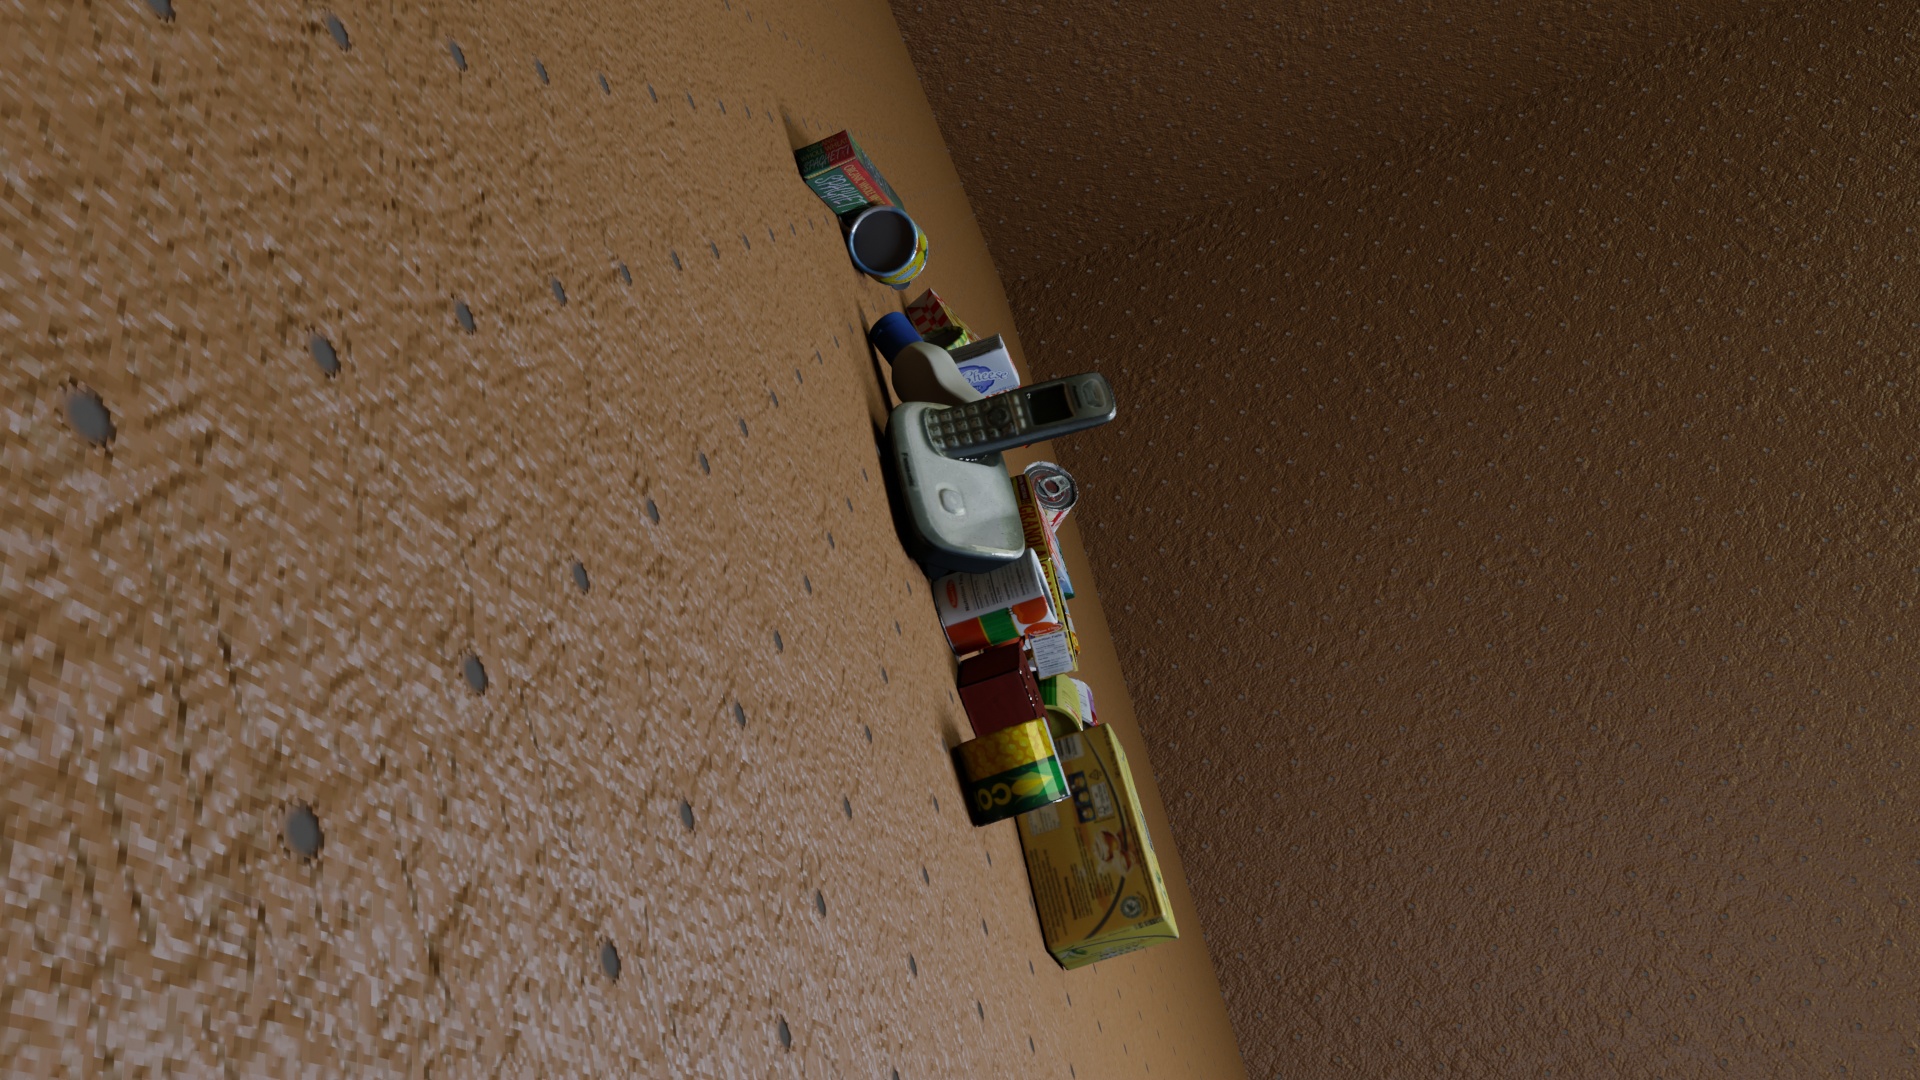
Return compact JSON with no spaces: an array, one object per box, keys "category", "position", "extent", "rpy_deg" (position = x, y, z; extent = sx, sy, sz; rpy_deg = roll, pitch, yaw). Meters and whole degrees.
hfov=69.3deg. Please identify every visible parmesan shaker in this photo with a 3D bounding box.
[{"category":"parmesan shaker","position":[0.076,0.163,1.237],"extent":[0.103,0.071,0.071],"rpy_deg":[-77,147,-77]}]

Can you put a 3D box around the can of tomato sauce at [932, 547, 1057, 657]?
[{"category":"can of tomato sauce","position":[0.028,0.050,1.106],"extent":[0.071,0.083,0.071],"rpy_deg":[-21,92,-82]}]

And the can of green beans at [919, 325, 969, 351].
[{"category":"can of green beans","position":[-0.017,-0.176,1.400],"extent":[0.071,0.071,0.057],"rpy_deg":[-95,165,-61]}]

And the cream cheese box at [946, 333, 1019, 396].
[{"category":"cream cheese box","position":[-0.001,-0.157,1.324],"extent":[0.053,0.104,0.024],"rpy_deg":[63,14,-45]}]

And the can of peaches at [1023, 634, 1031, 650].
[{"category":"can of peaches","position":[0.065,0.074,1.405],"extent":[0.071,0.058,0.071],"rpy_deg":[-21,92,-82]}]

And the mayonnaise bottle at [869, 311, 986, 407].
[{"category":"mayonnaise bottle","position":[-0.024,-0.131,1.185],"extent":[0.041,0.064,0.148],"rpy_deg":[-12,60,-48]}]

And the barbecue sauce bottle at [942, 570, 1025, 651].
[{"category":"barbecue sauce bottle","position":[0.019,0.041,1.185],"extent":[0.065,0.043,0.148],"rpy_deg":[-63,145,-37]}]

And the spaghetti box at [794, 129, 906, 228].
[{"category":"spaghetti box","position":[-0.093,-0.316,1.259],"extent":[0.250,0.050,0.028],"rpy_deg":[1,68,-82]}]

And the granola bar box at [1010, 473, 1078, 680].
[{"category":"granola bar box","position":[0.068,0.030,1.281],"extent":[0.166,0.039,0.123],"rpy_deg":[-99,174,-61]}]

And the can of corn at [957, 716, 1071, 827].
[{"category":"can of corn","position":[0.035,0.160,0.962],"extent":[0.071,0.071,0.058],"rpy_deg":[34,37,-78]}]

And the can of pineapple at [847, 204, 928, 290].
[{"category":"can of pineapple","position":[-0.065,-0.270,1.280],"extent":[0.058,0.071,0.071],"rpy_deg":[-17,89,-82]}]

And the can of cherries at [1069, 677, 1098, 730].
[{"category":"can of cherries","position":[0.104,0.182,1.394],"extent":[0.059,0.071,0.071],"rpy_deg":[-97,166,-56]}]

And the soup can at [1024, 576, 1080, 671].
[{"category":"soup can","position":[0.089,0.088,1.487],"extent":[0.071,0.071,0.084],"rpy_deg":[55,18,-66]}]

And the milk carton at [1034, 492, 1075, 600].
[{"category":"milk carton","position":[0.063,0.003,1.501],"extent":[0.190,0.073,0.072],"rpy_deg":[59,14,-56]}]

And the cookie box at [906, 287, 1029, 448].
[{"category":"cookie box","position":[0.019,-0.190,1.545],"extent":[0.167,0.040,0.123],"rpy_deg":[40,15,-41]}]
